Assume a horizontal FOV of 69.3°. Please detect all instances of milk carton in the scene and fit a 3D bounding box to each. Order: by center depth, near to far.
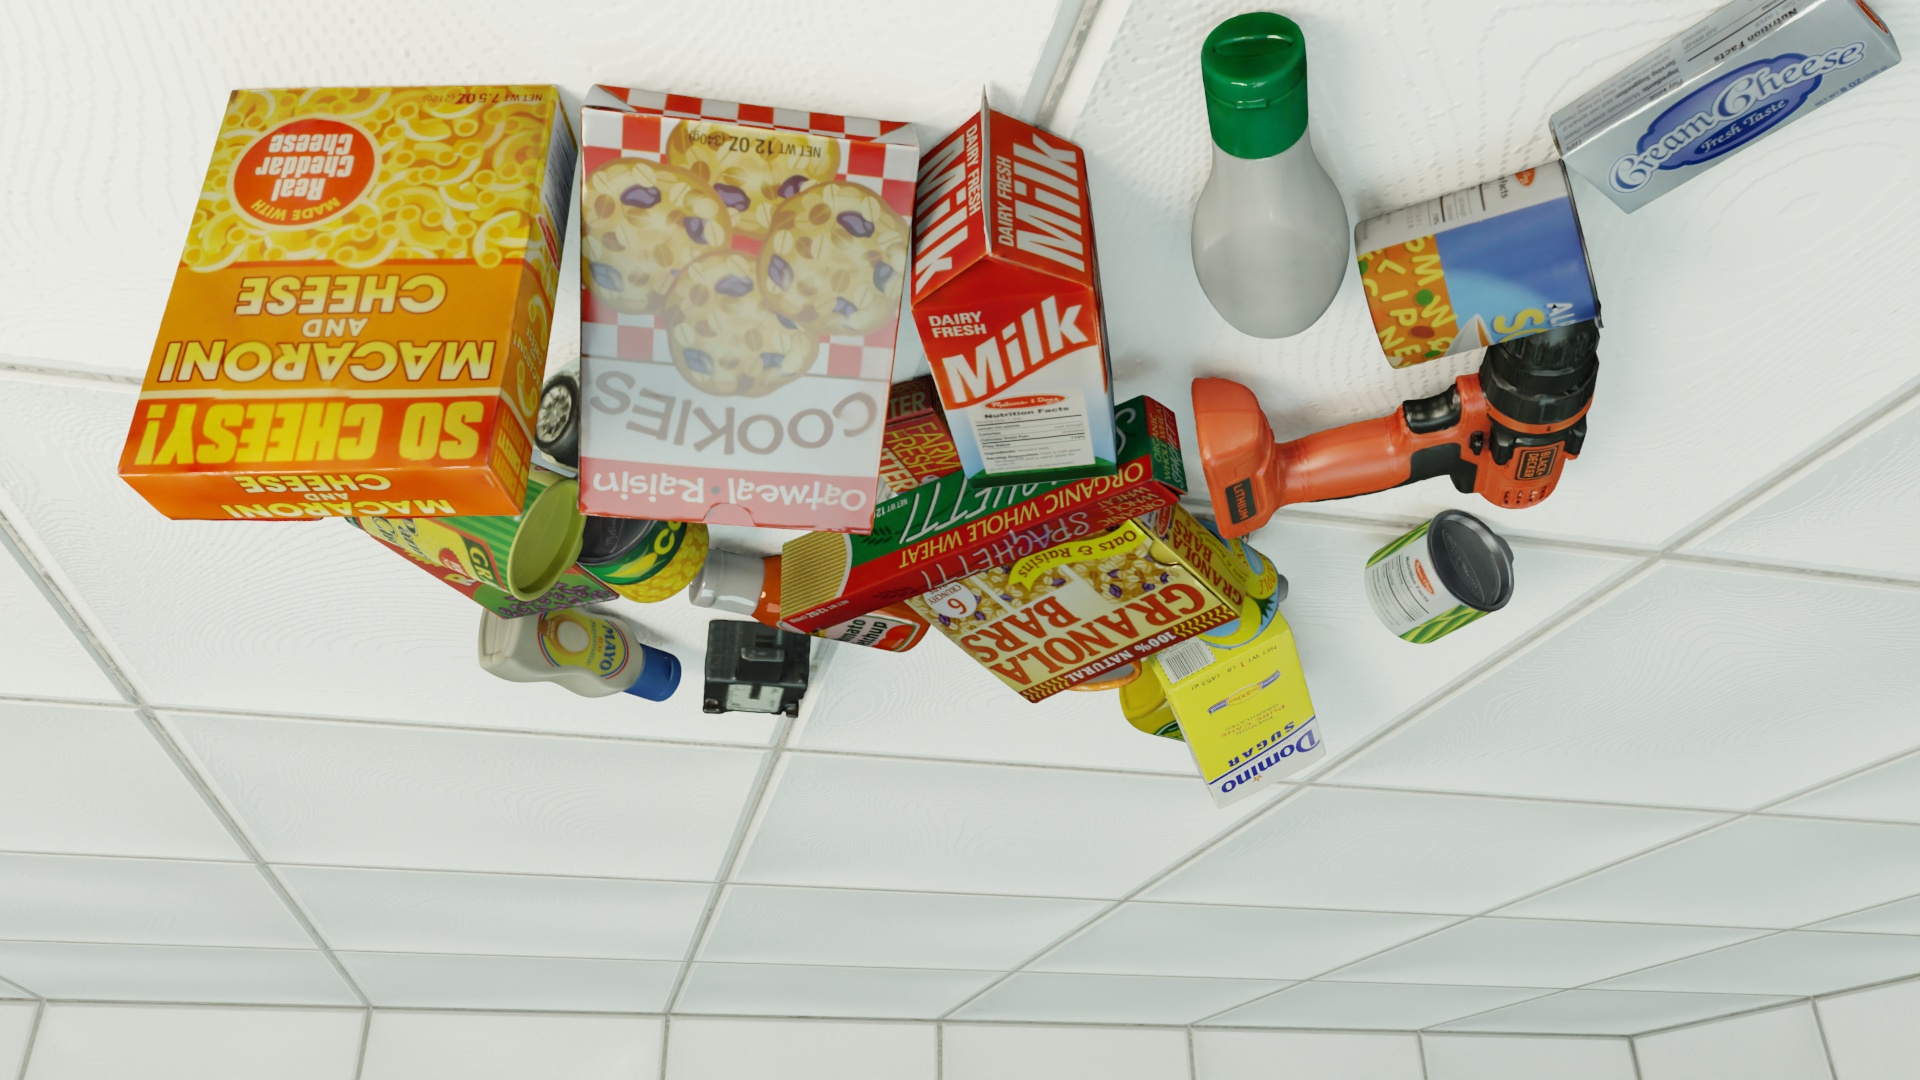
[{"bbox_3d":[0.024,-0.099,0.588,0.073,0.072,0.189,-5,154,8],"label":"milk carton"}]

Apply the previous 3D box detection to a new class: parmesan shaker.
[{"bbox_3d":[-0.251,-0.018,0.705,0.103,0.071,0.071,21,155,11],"label":"parmesan shaker"}]

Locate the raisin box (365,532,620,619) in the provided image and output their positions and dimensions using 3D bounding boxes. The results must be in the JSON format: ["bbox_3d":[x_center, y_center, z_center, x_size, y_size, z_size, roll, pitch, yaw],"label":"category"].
[{"bbox_3d":[-0.267,0.001,0.809,0.086,0.040,0.123,-9,151,18],"label":"raisin box"}]

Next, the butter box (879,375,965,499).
[{"bbox_3d":[-0.019,-0.047,0.739,0.053,0.024,0.103,-12,151,19],"label":"butter box"}]

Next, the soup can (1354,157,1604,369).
[{"bbox_3d":[0.214,-0.110,0.574,0.083,0.071,0.071,-14,150,25],"label":"soup can"}]

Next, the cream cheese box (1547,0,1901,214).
[{"bbox_3d":[0.280,-0.167,0.516,0.053,0.024,0.103,21,146,-33],"label":"cream cheese box"}]

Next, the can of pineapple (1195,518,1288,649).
[{"bbox_3d":[0.152,0.025,0.840,0.071,0.071,0.058,-22,146,35],"label":"can of pineapple"}]

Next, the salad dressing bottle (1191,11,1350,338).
[{"bbox_3d":[0.120,-0.139,0.546,0.064,0.044,0.147,1,153,16],"label":"salad dressing bottle"}]

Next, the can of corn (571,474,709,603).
[{"bbox_3d":[-0.179,-0.006,0.768,0.071,0.071,0.058,-9,152,16],"label":"can of corn"}]

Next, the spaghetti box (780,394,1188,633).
[{"bbox_3d":[0.003,-0.009,0.730,0.249,0.050,0.028,-21,148,33],"label":"spaghetti box"}]

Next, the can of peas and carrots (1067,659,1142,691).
[{"bbox_3d":[0.088,0.062,0.918,0.071,0.059,0.070,-1,153,0],"label":"can of peas and carrots"}]

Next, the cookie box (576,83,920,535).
[{"bbox_3d":[-0.088,-0.086,0.554,0.123,0.040,0.166,4,119,-10],"label":"cookie box"}]

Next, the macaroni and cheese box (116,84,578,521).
[{"bbox_3d":[-0.211,-0.088,0.498,0.124,0.167,0.040,-1,153,0],"label":"macaroni and cheese box"}]

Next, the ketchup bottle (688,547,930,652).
[{"bbox_3d":[-0.095,0.036,0.878,0.149,0.044,0.064,13,150,-23],"label":"ketchup bottle"}]

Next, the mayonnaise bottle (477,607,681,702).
[{"bbox_3d":[-0.251,0.074,0.931,0.041,0.065,0.148,-15,154,31],"label":"mayonnaise bottle"}]

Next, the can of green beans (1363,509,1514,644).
[{"bbox_3d":[0.288,0.023,0.840,0.071,0.071,0.057,12,151,-23],"label":"can of green beans"}]

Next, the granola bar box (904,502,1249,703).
[{"bbox_3d":[0.060,0.024,0.795,0.124,0.039,0.165,40,135,-22],"label":"granola bar box"}]

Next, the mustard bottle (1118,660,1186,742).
[{"bbox_3d":[0.195,0.130,1.063,0.160,0.049,0.065,19,141,-34],"label":"mustard bottle"}]
